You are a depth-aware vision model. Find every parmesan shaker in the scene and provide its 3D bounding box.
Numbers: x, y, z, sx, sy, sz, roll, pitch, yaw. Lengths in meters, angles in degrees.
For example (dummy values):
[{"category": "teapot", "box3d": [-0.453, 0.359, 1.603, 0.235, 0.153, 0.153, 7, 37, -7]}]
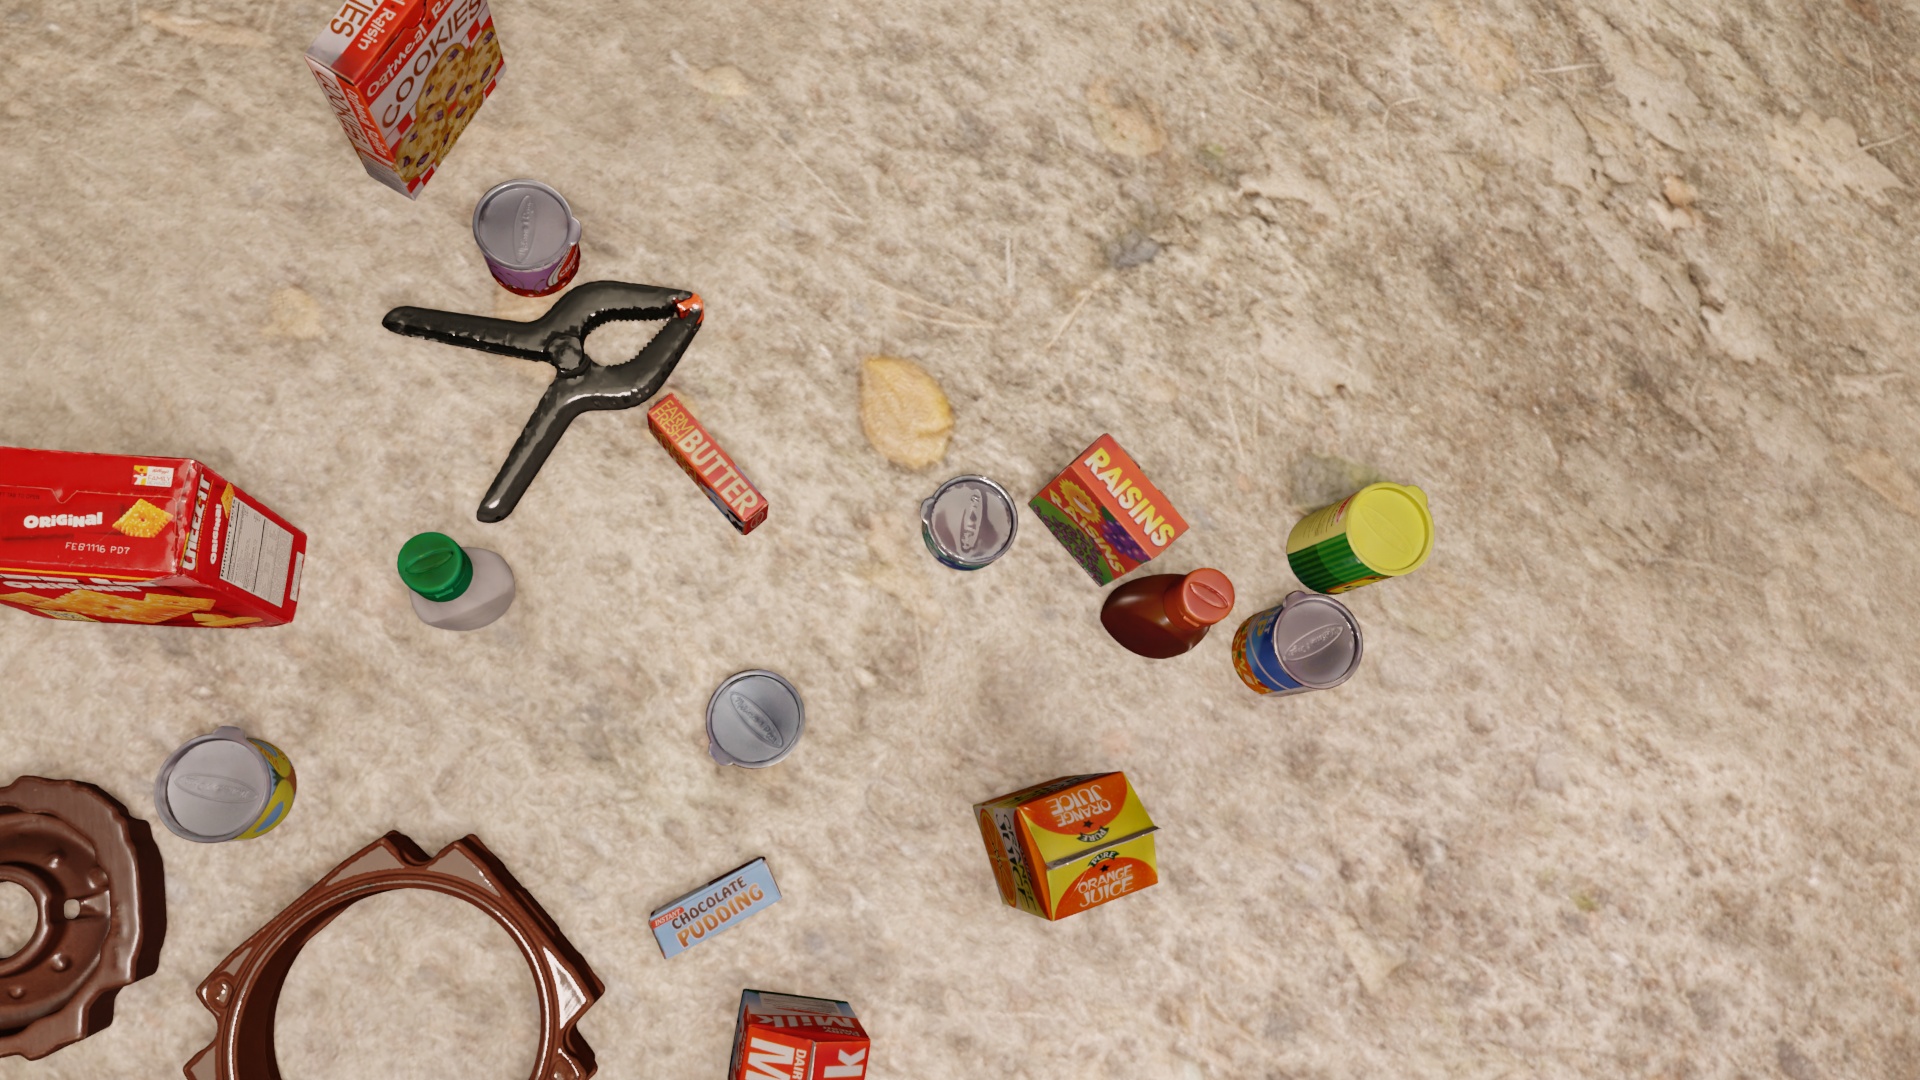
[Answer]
[{"category": "parmesan shaker", "box3d": [0.290, -0.001, 1.010, 0.071, 0.103, 0.071, 2, 79, -10]}]

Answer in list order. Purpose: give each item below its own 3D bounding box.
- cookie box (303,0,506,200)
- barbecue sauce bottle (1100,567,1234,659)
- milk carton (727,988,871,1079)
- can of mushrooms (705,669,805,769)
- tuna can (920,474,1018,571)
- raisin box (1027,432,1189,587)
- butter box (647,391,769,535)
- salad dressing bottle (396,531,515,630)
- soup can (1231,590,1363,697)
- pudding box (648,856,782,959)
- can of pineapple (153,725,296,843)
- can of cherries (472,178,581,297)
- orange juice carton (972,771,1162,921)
[{"category": "cookie box", "box3d": [-0.360, -0.316, 0.921, 0.040, 0.167, 0.123, 30, 76, -4]}, {"category": "barbecue sauce bottle", "box3d": [0.144, 0.048, 0.950, 0.065, 0.148, 0.044, 32, 76, -3]}, {"category": "milk carton", "box3d": [-0.099, 0.321, 0.830, 0.073, 0.190, 0.072, 10, 78, -8]}, {"category": "can of mushrooms", "box3d": [-0.141, 0.123, 0.942, 0.071, 0.033, 0.071, 2, 79, -10]}, {"category": "tuna can", "box3d": [0.004, -0.012, 0.996, 0.071, 0.032, 0.071, 2, 79, -10]}, {"category": "raisin box", "box3d": [0.101, -0.018, 0.968, 0.040, 0.123, 0.086, -40, 88, -14]}, {"category": "butter box", "box3d": [-0.175, -0.052, 0.961, 0.024, 0.053, 0.103, -41, 88, -15]}, {"category": "salad dressing bottle", "box3d": [-0.318, 0.026, 0.871, 0.064, 0.147, 0.044, -23, 84, -13]}, {"category": "soup can", "box3d": [0.238, 0.074, 0.995, 0.071, 0.083, 0.071, 2, 79, -10]}, {"category": "pudding box", "box3d": [-0.160, 0.239, 0.908, 0.084, 0.049, 0.030, -26, 85, -14]}, {"category": "can of pineapple", "box3d": [-0.456, 0.153, 0.867, 0.071, 0.057, 0.071, 2, 79, -10]}, {"category": "can of cherries", "box3d": [-0.298, -0.208, 0.967, 0.071, 0.058, 0.071, 2, 79, -10]}, {"category": "orange juice carton", "box3d": [0.068, 0.193, 0.884, 0.072, 0.192, 0.073, -16, 83, -13]}]
